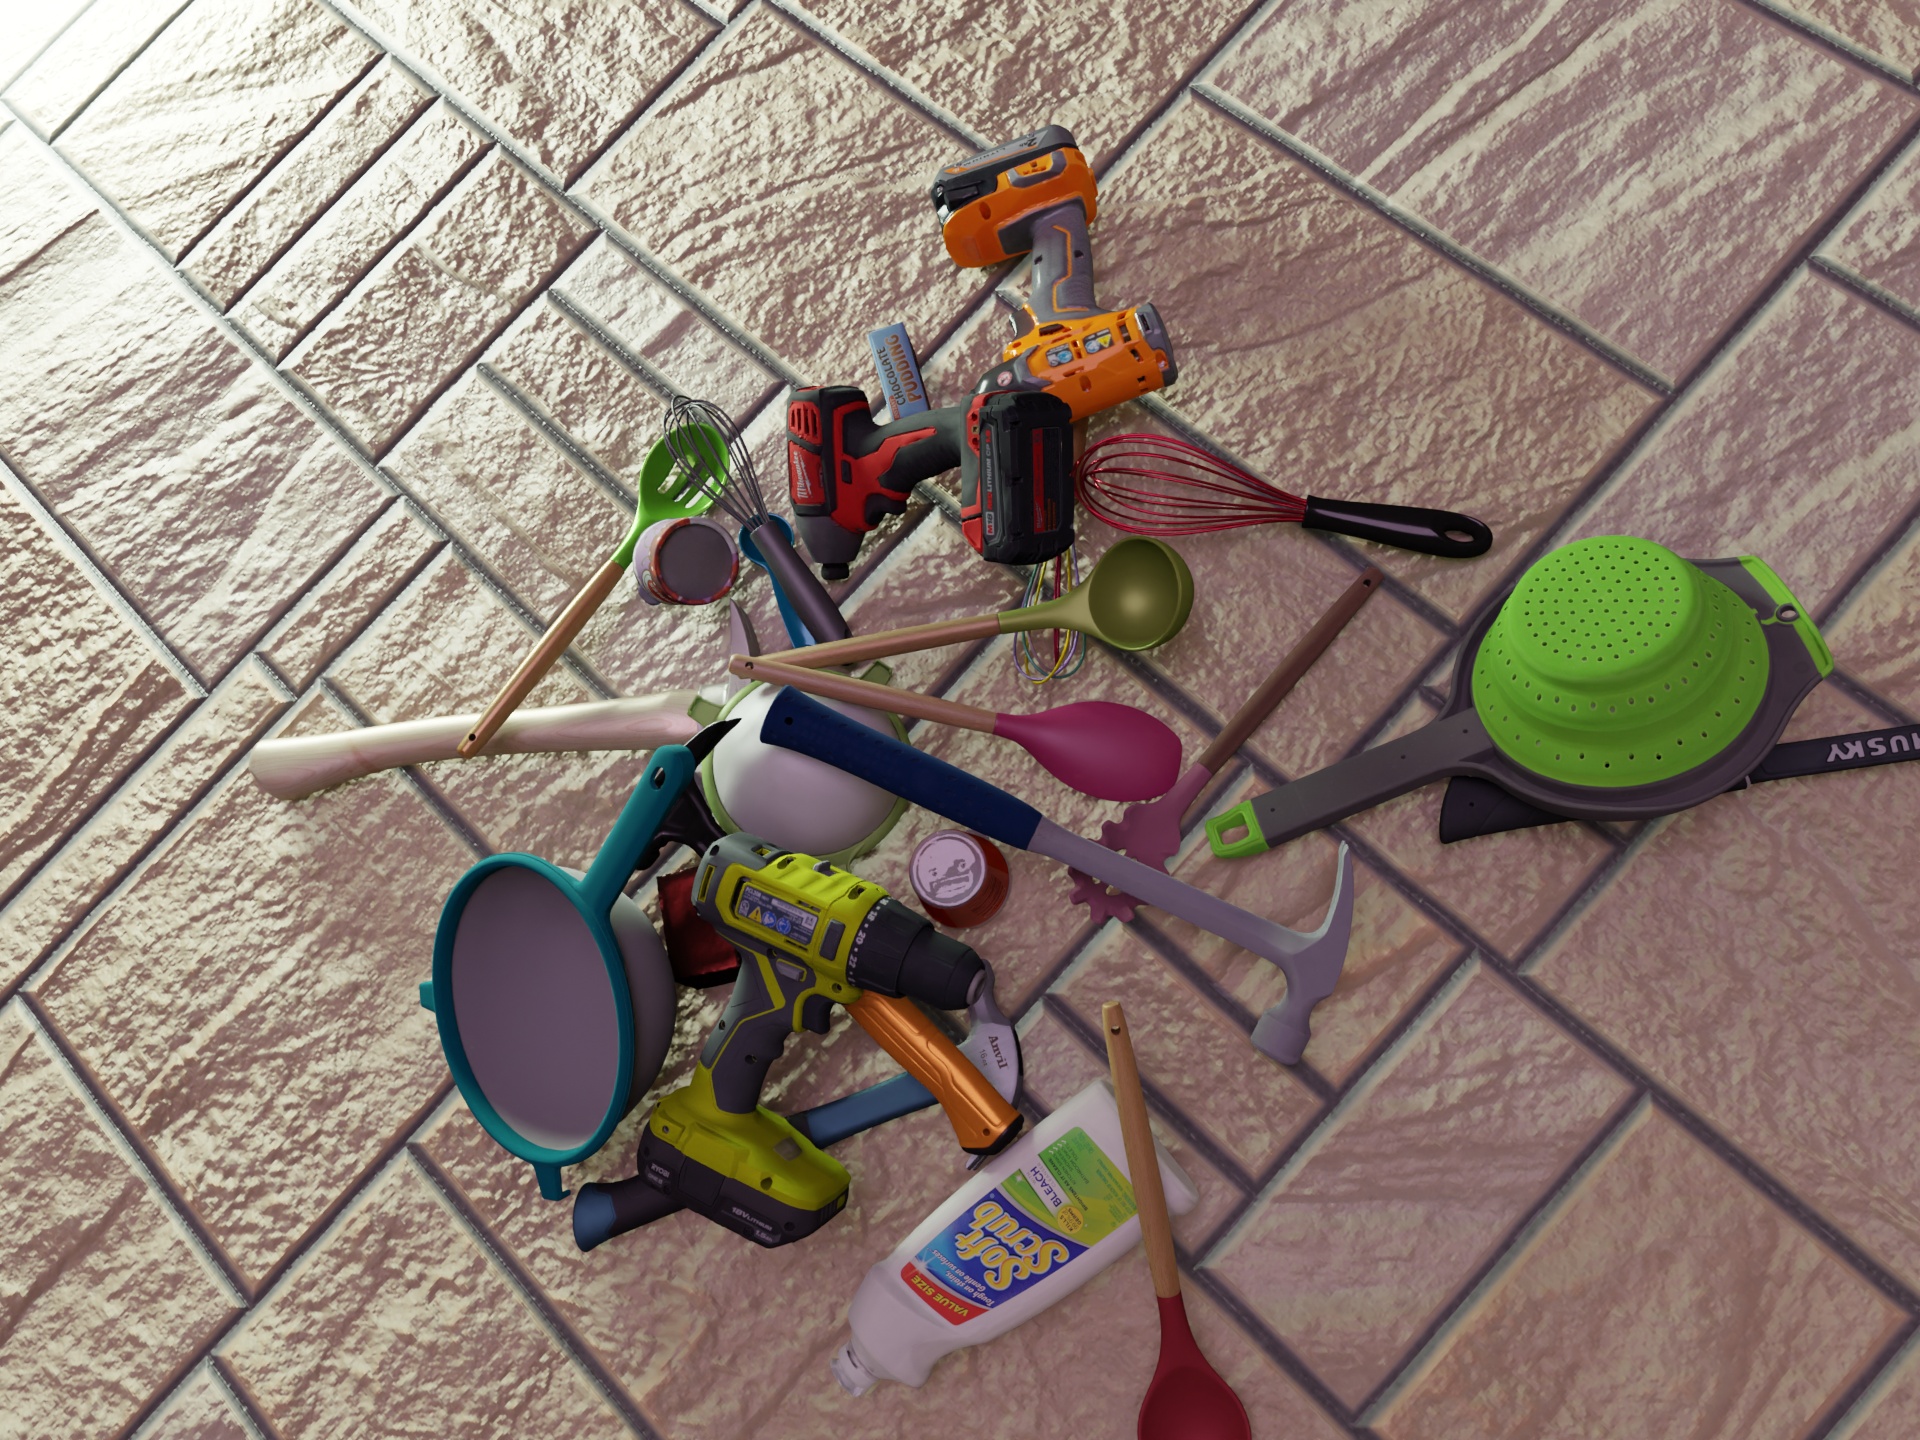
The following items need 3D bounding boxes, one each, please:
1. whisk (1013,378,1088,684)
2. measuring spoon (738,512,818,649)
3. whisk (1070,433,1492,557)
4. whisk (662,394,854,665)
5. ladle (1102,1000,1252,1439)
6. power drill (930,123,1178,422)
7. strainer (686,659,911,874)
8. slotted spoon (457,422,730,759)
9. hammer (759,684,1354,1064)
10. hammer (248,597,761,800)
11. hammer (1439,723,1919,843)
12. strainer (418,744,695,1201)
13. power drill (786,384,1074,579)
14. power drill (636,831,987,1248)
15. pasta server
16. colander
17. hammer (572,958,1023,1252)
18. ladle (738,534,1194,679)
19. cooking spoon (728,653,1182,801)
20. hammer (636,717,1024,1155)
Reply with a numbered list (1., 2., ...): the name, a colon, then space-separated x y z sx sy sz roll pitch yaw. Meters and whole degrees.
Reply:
1. whisk: 0.076 -0.140 1.154 0.051 0.047 0.245 9 72 -2
2. measuring spoon: -0.132 -0.096 1.202 0.042 0.021 0.129 -20 79 -9
3. whisk: 0.223 -0.150 1.118 0.296 0.073 0.073 10 76 8
4. whisk: -0.146 -0.141 1.177 0.055 0.055 0.239 -34 86 1
5. ladle: 0.119 0.321 0.959 0.069 0.031 0.315 -11 96 0
6. power drill: 0.050 -0.316 1.179 0.164 0.084 0.227 -20 65 7
7. strainer: -0.092 0.072 1.091 0.151 0.069 0.256 -12 71 -12
8. slotted spoon: -0.277 -0.098 1.203 0.070 0.031 0.314 31 73 13
9. hammer: 0.061 0.072 1.035 0.405 0.035 0.144 25 95 7
10. hammer: -0.348 0.001 1.209 0.410 0.038 0.146 -6 71 11
11. hammer: 0.512 0.033 1.011 0.409 0.036 0.149 -10 73 10
12. strainer: -0.231 0.141 1.058 0.211 0.095 0.340 48 120 25
13. power drill: -0.031 -0.167 1.132 0.220 0.078 0.143 7 105 35
14. power drill: -0.098 0.204 0.997 0.191 0.080 0.228 21 99 18
15. pasta server: 0.186 0.012 1.087 0.060 0.040 0.316 41 85 5
16. colander: 0.331 -0.014 1.007 0.397 0.094 0.205 -24 48 13
17. hammer: -0.112 0.281 1.076 0.331 0.033 0.128 -23 69 5
18. ladle: -0.001 -0.064 1.083 0.320 0.062 0.078 -10 81 6
19. cooking spoon: -0.002 -0.003 1.090 0.319 0.017 0.069 13 80 -5
20. hammer: -0.083 0.149 1.045 0.337 0.034 0.127 43 107 12
